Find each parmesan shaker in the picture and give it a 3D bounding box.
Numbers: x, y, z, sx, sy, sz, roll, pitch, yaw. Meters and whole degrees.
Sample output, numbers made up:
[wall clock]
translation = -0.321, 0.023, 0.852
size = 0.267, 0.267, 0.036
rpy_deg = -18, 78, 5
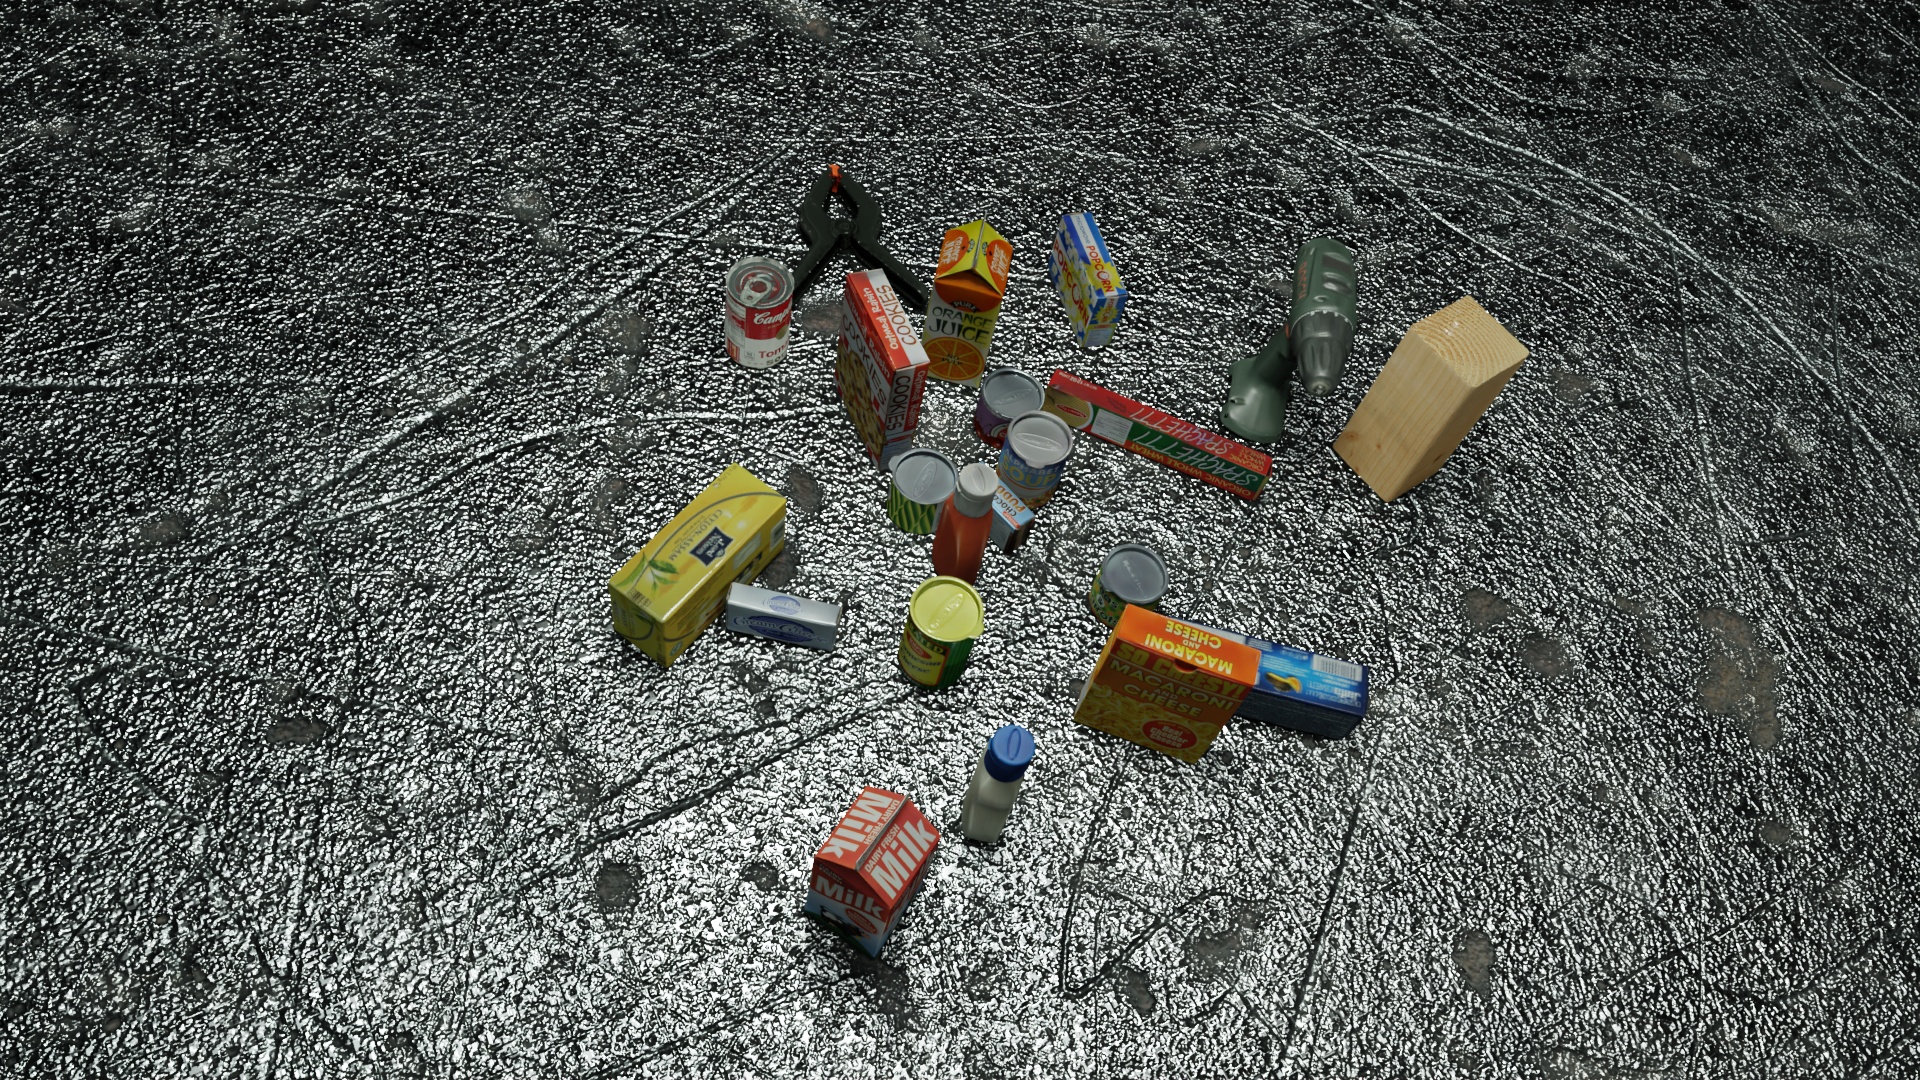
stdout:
[parmesan shaker]
translation = -0.018, 0.088, 1.265
size = 0.071, 0.102, 0.071
rpy_deg = 5, 57, -7

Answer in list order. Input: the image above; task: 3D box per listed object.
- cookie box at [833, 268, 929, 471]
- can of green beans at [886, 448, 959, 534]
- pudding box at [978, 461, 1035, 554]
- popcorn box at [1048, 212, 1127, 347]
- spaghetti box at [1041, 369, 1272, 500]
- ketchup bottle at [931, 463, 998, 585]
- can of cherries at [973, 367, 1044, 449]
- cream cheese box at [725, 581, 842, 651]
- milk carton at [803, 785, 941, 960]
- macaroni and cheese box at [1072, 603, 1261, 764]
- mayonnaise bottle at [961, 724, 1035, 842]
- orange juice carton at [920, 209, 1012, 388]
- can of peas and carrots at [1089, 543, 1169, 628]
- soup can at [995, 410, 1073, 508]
[cookie box]
translation = -0.082, -0.167, 1.378
size = 0.040, 0.166, 0.123
rpy_deg = -17, 63, -20
[can of green beans]
translation = -0.038, -0.048, 1.375
size = 0.071, 0.057, 0.071
rpy_deg = 5, 57, -7
[pudding box]
translation = 0.033, -0.033, 1.384
size = 0.030, 0.049, 0.084
rpy_deg = -34, 69, -27
[popcorn box]
translation = 0.140, -0.290, 1.547
size = 0.038, 0.084, 0.127
rpy_deg = -9, 60, -16
[spaghetti box]
translation = 0.206, -0.110, 1.465
size = 0.250, 0.050, 0.029
rpy_deg = 23, 57, 4
[ketchup bottle]
translation = 0.005, -0.016, 1.309
size = 0.043, 0.148, 0.065
rpy_deg = -8, 60, -15
[can of cherries]
translation = 0.050, -0.134, 1.446
size = 0.071, 0.058, 0.072
rpy_deg = 5, 57, -7
[cream cheese box]
translation = -0.163, 0.071, 1.278
size = 0.104, 0.053, 0.024
rpy_deg = 13, 57, -2
[milk carton]
translation = -0.070, 0.258, 1.094
size = 0.073, 0.189, 0.073
rpy_deg = 32, 58, 10
[macaroni and cheese box]
translation = 0.181, 0.132, 1.236
size = 0.124, 0.165, 0.040
rpy_deg = 20, 57, 2
[mayonnaise bottle]
translation = 0.032, 0.202, 1.174
size = 0.041, 0.147, 0.065
rpy_deg = 13, 57, -2
[orange juice carton]
translation = 0.006, -0.249, 1.431
size = 0.073, 0.191, 0.072
rpy_deg = 13, 57, -2
[can of peas and carrots]
translation = 0.161, 0.047, 1.351
size = 0.071, 0.058, 0.071
rpy_deg = 5, 57, -7
[soup can]
translation = 0.072, -0.078, 1.399
size = 0.071, 0.083, 0.071
rpy_deg = 5, 57, -7
